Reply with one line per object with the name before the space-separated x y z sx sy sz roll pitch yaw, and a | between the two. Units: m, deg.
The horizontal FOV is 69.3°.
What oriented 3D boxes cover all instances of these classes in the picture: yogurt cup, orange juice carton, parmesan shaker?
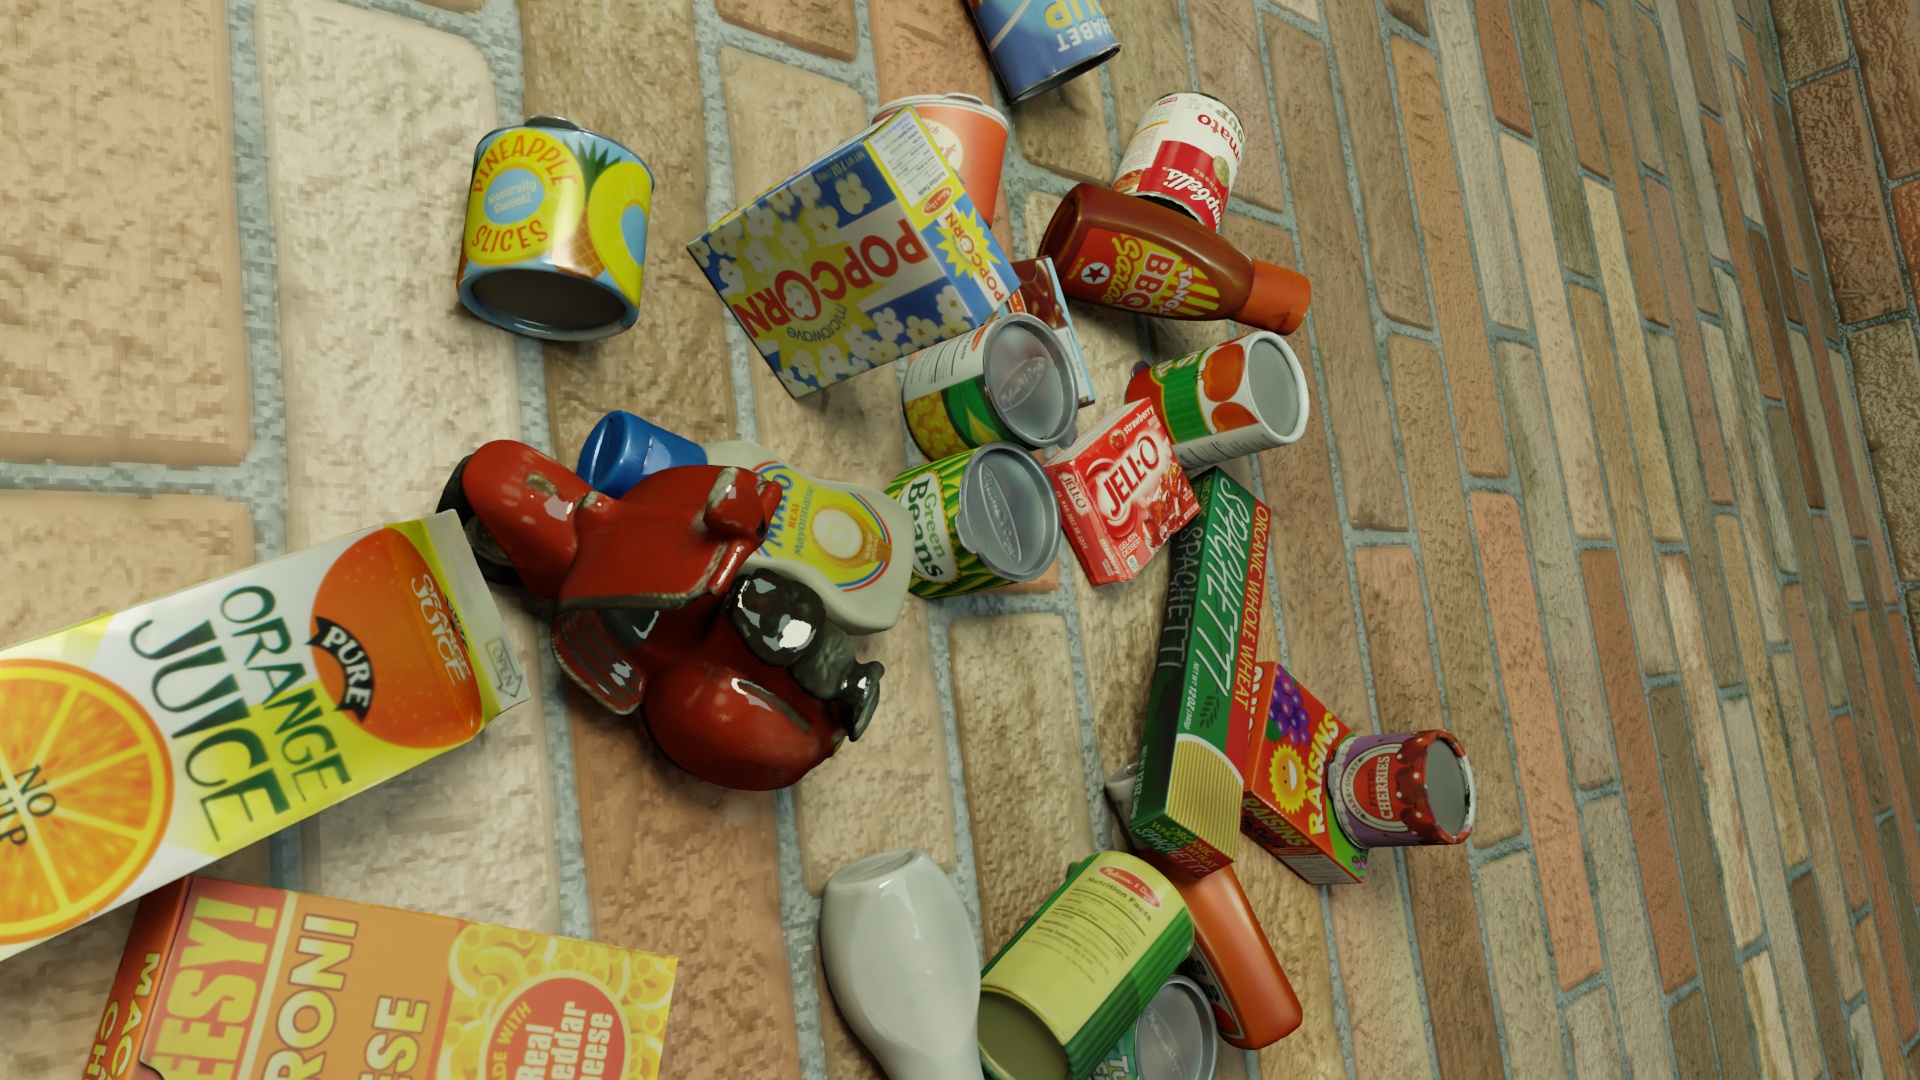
yogurt cup | -0.011 -0.179 0.681 0.072 0.072 0.054 8 81 -44
orange juice carton | -0.217 0.051 0.401 0.193 0.073 0.071 -26 98 -46
parmesan shaker | 0.051 0.198 0.639 0.103 0.071 0.071 -34 103 -44

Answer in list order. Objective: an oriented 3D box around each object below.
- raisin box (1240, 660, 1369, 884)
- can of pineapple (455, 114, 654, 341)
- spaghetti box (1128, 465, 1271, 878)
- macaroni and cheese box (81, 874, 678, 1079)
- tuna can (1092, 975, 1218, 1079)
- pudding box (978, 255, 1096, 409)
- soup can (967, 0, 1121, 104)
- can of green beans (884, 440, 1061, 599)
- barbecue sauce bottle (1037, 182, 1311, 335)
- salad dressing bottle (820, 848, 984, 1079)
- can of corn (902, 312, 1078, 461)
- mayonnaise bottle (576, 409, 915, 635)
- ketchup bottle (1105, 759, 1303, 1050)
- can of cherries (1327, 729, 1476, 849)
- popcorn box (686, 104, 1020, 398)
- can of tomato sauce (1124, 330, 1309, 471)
raisin box | 0.196 0.138 0.818 0.123 0.040 0.086 40 54 -32
can of pineapple | -0.151 -0.114 0.517 0.071 0.071 0.058 17 68 -42
spaghetti box | 0.133 0.059 0.748 0.050 0.028 0.251 36 44 -19
macaroni and cheese box | -0.177 0.179 0.429 0.166 0.040 0.124 25 61 -39
tuna can | 0.094 0.251 0.688 0.071 0.032 0.071 15 69 -42
pudding box | 0.036 -0.104 0.730 0.050 0.030 0.083 -23 95 -45
soup can | 0.043 -0.293 0.760 0.072 0.071 0.083 -35 104 -45
can of green beans | 0.004 -0.008 0.651 0.071 0.057 0.071 14 69 -43
barbecue sauce bottle | 0.120 -0.149 0.767 0.149 0.064 0.044 12 53 -17
salad dressing bottle | -0.015 0.206 0.582 0.064 0.044 0.147 -17 93 -33
can of corn | 0.016 -0.069 0.679 0.071 0.058 0.071 15 69 -42
mayonnaise bottle | -0.085 -0.009 0.573 0.148 0.041 0.065 25 64 -39
ketchup bottle | 0.124 0.184 0.719 0.043 0.064 0.149 -26 89 -10
can of cherries | 0.256 0.144 0.805 0.071 0.058 0.071 15 69 -43
popcorn box | -0.046 -0.116 0.581 0.085 0.126 0.038 55 50 -19
can of tomato sauce | 0.146 -0.080 0.796 0.071 0.083 0.071 14 70 -43
